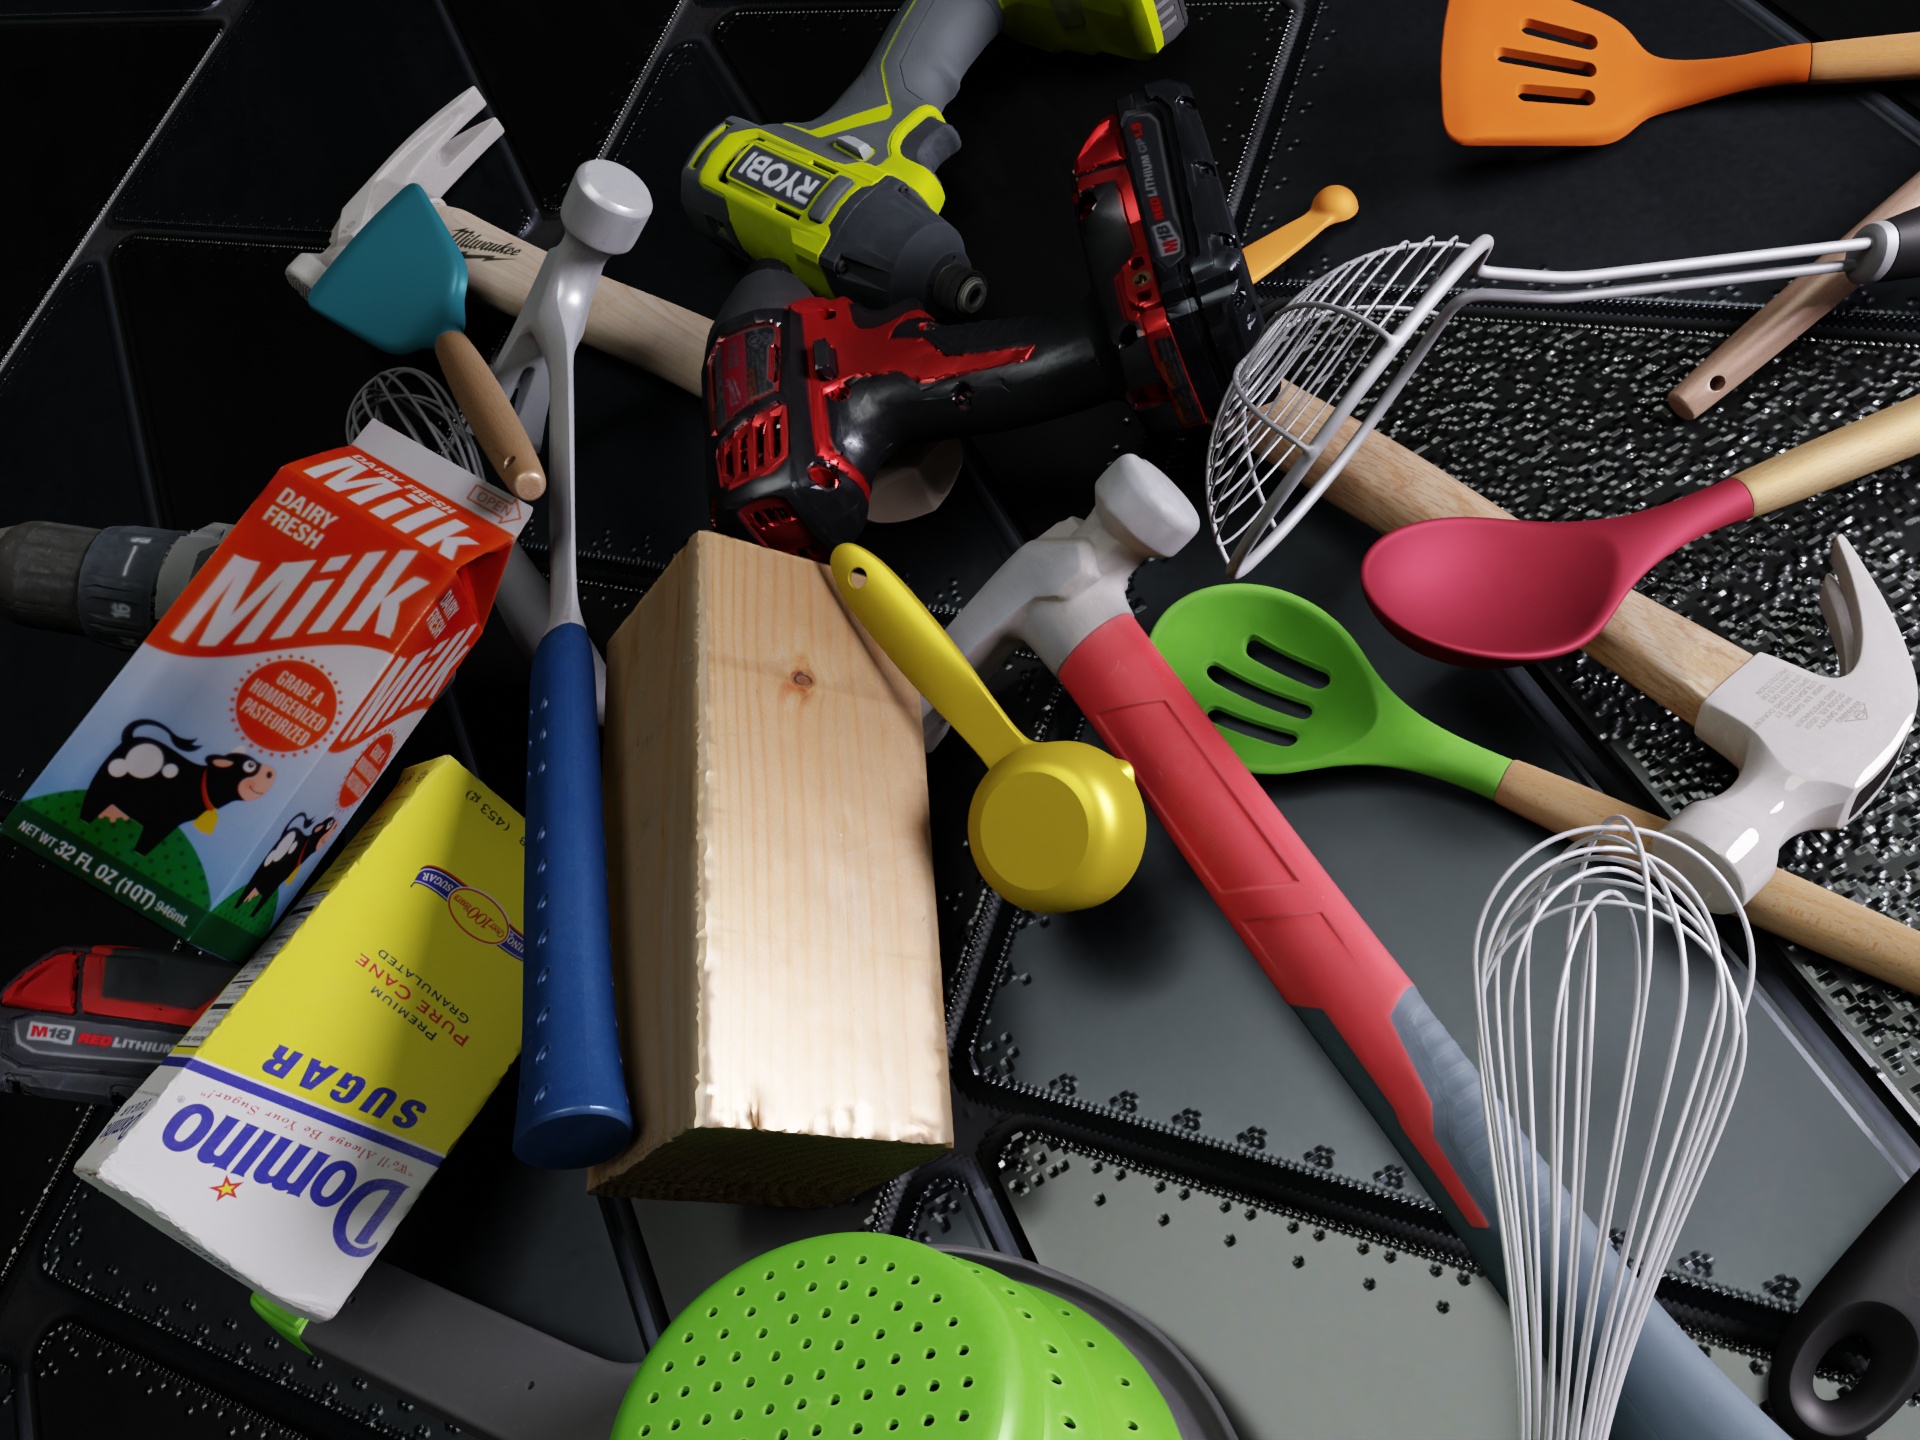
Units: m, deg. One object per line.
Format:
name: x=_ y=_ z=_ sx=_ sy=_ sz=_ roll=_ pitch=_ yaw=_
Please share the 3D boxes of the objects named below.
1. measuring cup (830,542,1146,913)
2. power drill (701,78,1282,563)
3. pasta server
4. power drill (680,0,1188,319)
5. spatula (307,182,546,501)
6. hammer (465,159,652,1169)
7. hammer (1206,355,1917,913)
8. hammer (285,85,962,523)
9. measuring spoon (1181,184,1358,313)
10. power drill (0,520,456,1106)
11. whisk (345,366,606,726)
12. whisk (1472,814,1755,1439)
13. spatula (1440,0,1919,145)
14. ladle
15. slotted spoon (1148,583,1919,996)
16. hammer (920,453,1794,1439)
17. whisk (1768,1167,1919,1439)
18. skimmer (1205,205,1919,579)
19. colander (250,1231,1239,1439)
measuring cup: x=-0.001 y=-0.002 z=0.531 sx=0.062 sy=0.029 sz=0.157 roll=-45 pitch=74 yaw=20
power drill: x=0.000 y=-0.152 z=0.617 sx=0.219 sy=0.078 sz=0.143 roll=-17 pitch=57 yaw=15
pasta server: x=0.380 y=-0.216 z=0.558 sx=0.316 sy=0.040 sz=0.060 roll=-41 pitch=97 yaw=5
power drill: x=-0.004 y=-0.285 z=0.731 sx=0.171 sy=0.080 sz=0.223 roll=34 pitch=82 yaw=31
spatula: x=-0.226 y=-0.160 z=0.689 sx=0.082 sy=0.044 sz=0.318 roll=-46 pitch=38 yaw=3
hammer: x=-0.149 y=-0.033 z=0.591 sx=0.144 sy=0.035 sz=0.406 roll=-48 pitch=40 yaw=39
hammer: x=0.174 y=-0.073 z=0.568 sx=0.130 sy=0.031 sz=0.332 roll=-35 pitch=53 yaw=-17
hammer: x=-0.158 y=-0.198 z=0.763 sx=0.411 sy=0.038 sz=0.146 roll=29 pitch=75 yaw=29
measuring spoon: x=0.121 y=-0.193 z=0.654 sx=0.117 sy=0.011 sz=0.021 roll=-36 pitch=51 yaw=-20
power drill: x=-0.305 y=0.030 z=0.615 sx=0.188 sy=0.080 sz=0.227 roll=9 pitch=77 yaw=-3
whisk: x=-0.217 y=-0.080 z=0.716 sx=0.055 sy=0.055 sz=0.239 roll=-39 pitch=62 yaw=-3
whisk: x=0.153 y=0.165 z=0.400 sx=0.070 sy=0.070 sz=0.284 roll=5 pitch=90 yaw=22
spatula: x=0.352 y=-0.257 z=0.605 sx=0.323 sy=0.041 sz=0.081 roll=3 pitch=77 yaw=20
ladle: x=0.274 y=-0.083 z=0.516 sx=0.315 sy=0.031 sz=0.069 roll=-22 pitch=50 yaw=-8
slotted spoon: x=0.200 y=0.032 z=0.517 sx=0.314 sy=0.031 sz=0.070 roll=26 pitch=75 yaw=27
hammer: x=0.111 y=0.096 z=0.497 sx=0.143 sy=0.038 sz=0.387 roll=-46 pitch=60 yaw=23
whisk: x=0.309 y=0.072 z=0.421 sx=0.073 sy=0.073 sz=0.296 roll=37 pitch=93 yaw=31
skimmer: x=0.251 y=-0.120 z=0.518 sx=0.363 sy=0.127 sz=0.090 roll=-9 pitch=72 yaw=-7
colander: x=-0.096 y=0.199 z=0.465 sx=0.397 sy=0.094 sz=0.204 roll=7 pitch=41 yaw=32
